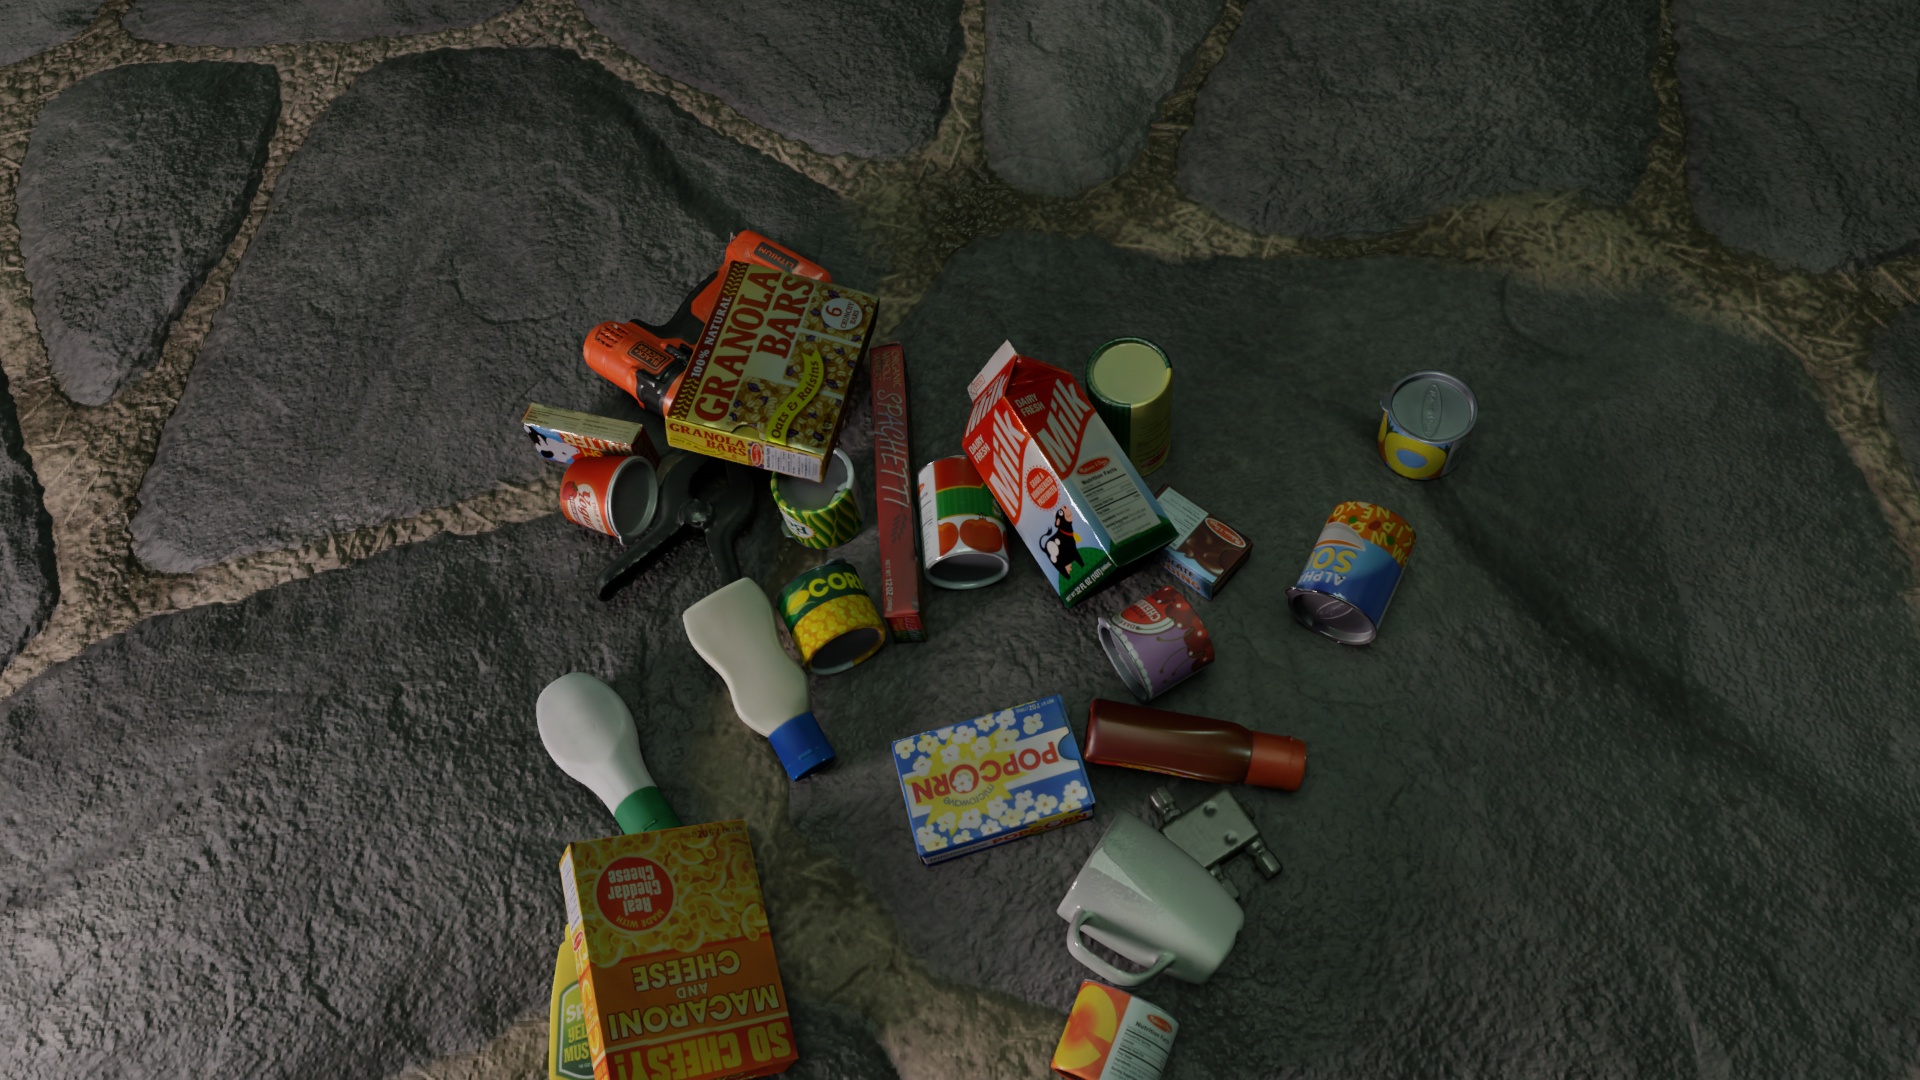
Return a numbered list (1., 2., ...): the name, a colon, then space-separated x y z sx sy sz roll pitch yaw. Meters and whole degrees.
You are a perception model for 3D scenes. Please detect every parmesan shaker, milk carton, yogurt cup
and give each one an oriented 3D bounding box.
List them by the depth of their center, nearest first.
1. milk carton: 0.069 -0.055 1.031 0.074 0.072 0.191 -24 76 -37
2. parmesan shaker: 0.131 -0.104 1.072 0.071 0.102 0.071 -3 61 5
3. yogurt cup: -0.282 -0.037 1.110 0.054 0.072 0.073 9 63 21

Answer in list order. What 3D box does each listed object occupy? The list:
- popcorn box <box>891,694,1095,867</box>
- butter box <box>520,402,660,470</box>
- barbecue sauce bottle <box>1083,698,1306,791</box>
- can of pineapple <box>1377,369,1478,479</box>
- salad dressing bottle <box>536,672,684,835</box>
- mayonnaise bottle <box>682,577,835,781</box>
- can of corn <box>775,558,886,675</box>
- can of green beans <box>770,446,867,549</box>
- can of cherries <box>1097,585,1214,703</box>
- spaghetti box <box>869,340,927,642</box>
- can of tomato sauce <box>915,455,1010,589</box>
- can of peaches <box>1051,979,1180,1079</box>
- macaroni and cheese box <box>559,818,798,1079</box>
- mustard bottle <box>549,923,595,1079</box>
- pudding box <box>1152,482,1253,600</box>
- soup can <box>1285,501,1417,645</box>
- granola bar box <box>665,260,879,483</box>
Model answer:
1. popcorn box: 0.022 0.168 0.976 0.127 0.038 0.085 -16 60 -2
2. butter box: -0.304 -0.081 1.142 0.103 0.053 0.024 12 62 12
3. barbecue sauce bottle: 0.161 0.143 0.962 0.148 0.065 0.043 9 93 3
4. can of pineapple: 0.355 -0.089 1.062 0.071 0.057 0.071 -3 61 5
5. salad dressing bottle: -0.254 0.163 1.010 0.064 0.043 0.148 -35 64 -14
6. mayonnaise bottle: -0.143 0.103 1.012 0.065 0.041 0.148 -30 77 -9
7. can of corn: -0.095 0.057 1.032 0.071 0.071 0.058 -26 63 -7
8. can of green beans: -0.111 -0.035 1.090 0.071 0.057 0.071 -3 62 6
9. can of cherries: 0.139 0.072 0.995 0.058 0.071 0.072 -29 62 -9
10. spaghetti box: -0.049 -0.042 1.091 0.029 0.050 0.251 -6 61 2
11. can of tomato sauce: 0.004 -0.013 1.060 0.071 0.071 0.083 -7 62 3
12. can of peaches: 0.096 0.317 0.873 0.071 0.071 0.058 19 66 16
13. macaroni and cheese box: -0.186 0.275 0.914 0.124 0.040 0.167 -2 57 -29
14. mustard bottle: -0.243 0.304 0.928 0.065 0.048 0.161 -11 61 -3
15. pudding box: 0.173 0.001 1.052 0.084 0.030 0.050 37 71 23
16. soup can: 0.282 0.021 1.006 0.071 0.071 0.084 23 67 18
17. granola bar box: -0.144 -0.135 1.084 0.124 0.039 0.166 14 58 1
